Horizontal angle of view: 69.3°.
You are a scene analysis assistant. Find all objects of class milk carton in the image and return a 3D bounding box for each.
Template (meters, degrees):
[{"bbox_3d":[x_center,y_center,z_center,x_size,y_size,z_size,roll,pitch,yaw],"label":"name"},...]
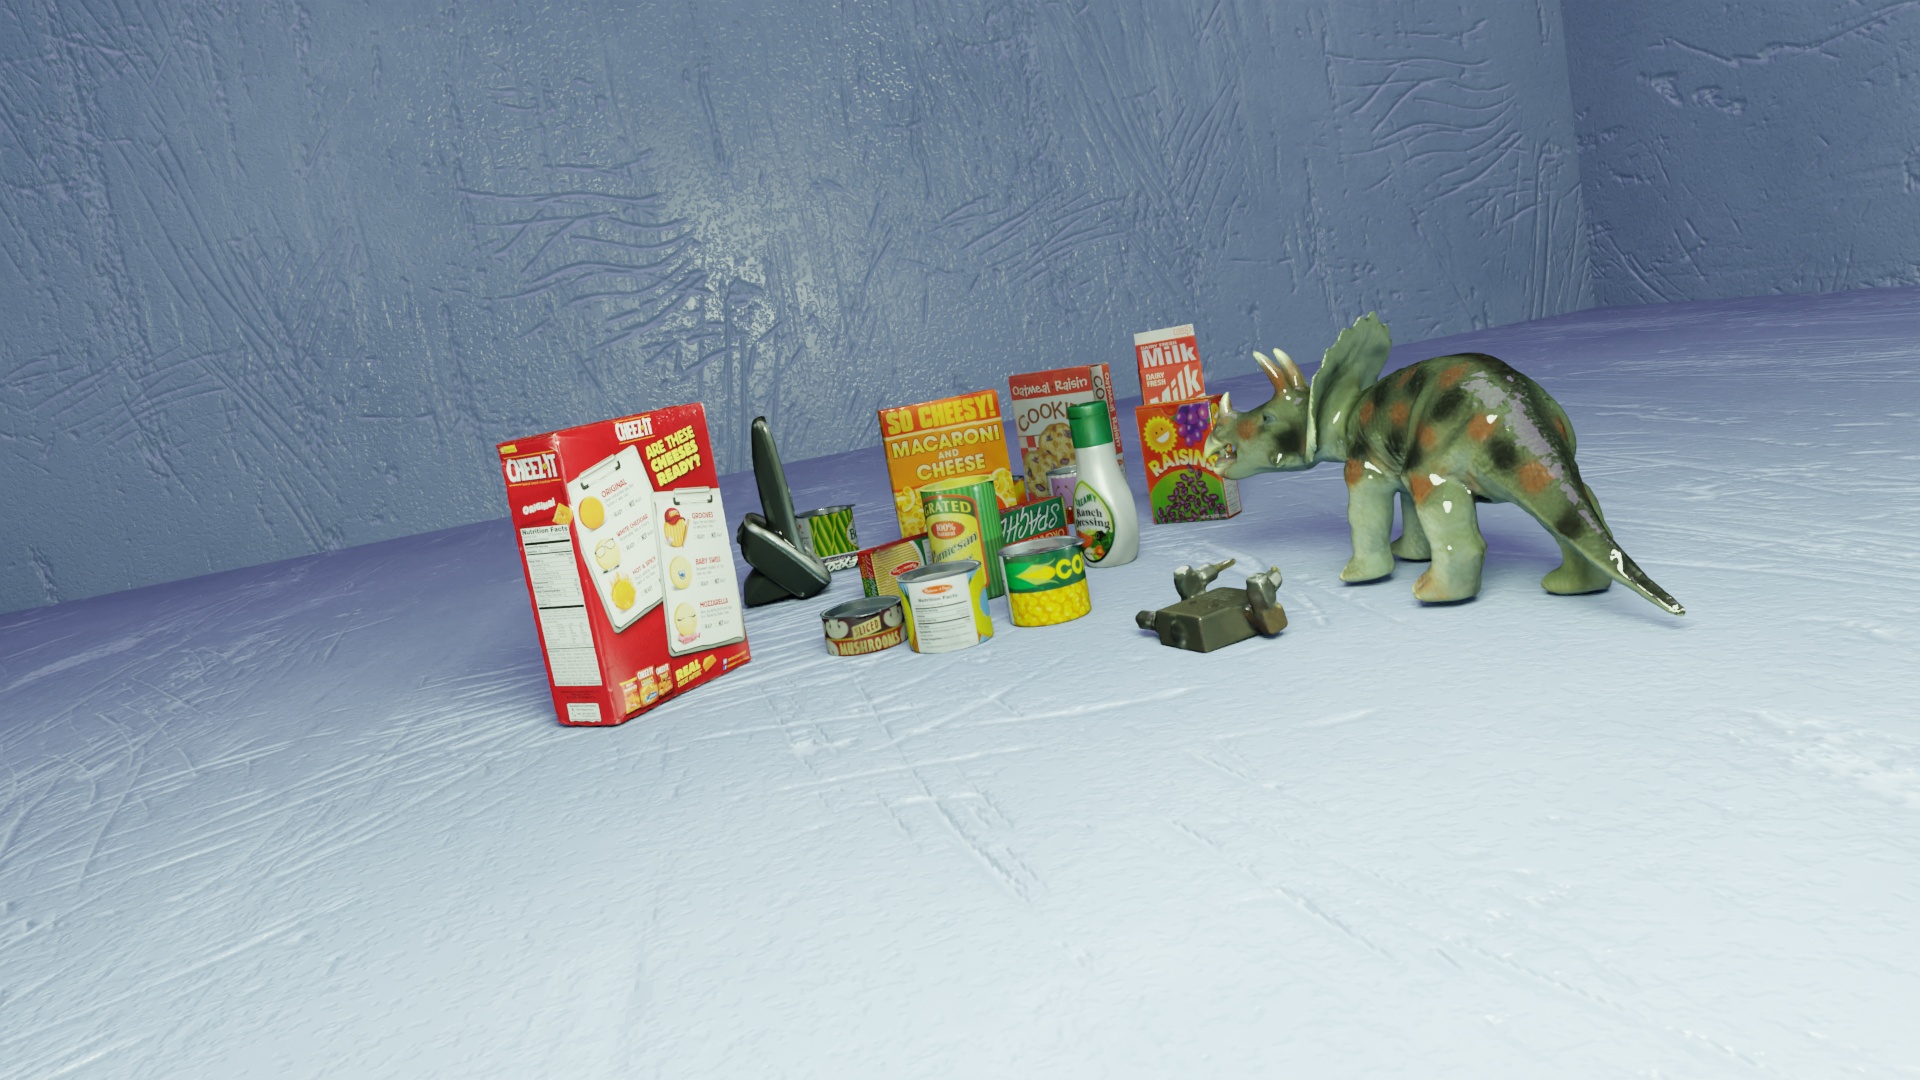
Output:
[{"bbox_3d":[0.251,-0.153,1.625,0.072,0.190,0.073,-9,8,6],"label":"milk carton"}]

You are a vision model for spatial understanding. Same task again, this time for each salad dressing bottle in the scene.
[{"bbox_3d":[0.125,-0.051,1.254,0.044,0.147,0.064,-16,10,-35],"label":"salad dressing bottle"}]

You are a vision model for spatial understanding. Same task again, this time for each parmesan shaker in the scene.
[{"bbox_3d":[0.007,-0.001,1.217,0.071,0.103,0.071,-10,8,2],"label":"parmesan shaker"}]

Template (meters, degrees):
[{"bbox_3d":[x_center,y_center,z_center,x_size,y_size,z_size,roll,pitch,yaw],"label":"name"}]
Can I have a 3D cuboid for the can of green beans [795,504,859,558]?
[{"bbox_3d":[-0.151,-0.006,1.583,0.071,0.057,0.071,-10,8,2],"label":"can of green beans"}]

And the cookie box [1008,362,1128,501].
[{"bbox_3d":[0.126,-0.118,1.621,0.123,0.167,0.040,-3,11,42],"label":"cookie box"}]

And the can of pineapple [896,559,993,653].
[{"bbox_3d":[-0.011,0.050,1.060,0.071,0.057,0.071,-10,8,2],"label":"can of pineapple"}]

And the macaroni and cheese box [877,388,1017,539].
[{"bbox_3d":[-0.011,-0.064,1.431,0.124,0.166,0.040,-11,8,-7],"label":"macaroni and cheese box"}]

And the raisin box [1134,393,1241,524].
[{"bbox_3d":[0.231,-0.082,1.410,0.086,0.123,0.040,-4,10,37],"label":"raisin box"}]

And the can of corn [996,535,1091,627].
[{"bbox_3d":[0.068,0.031,1.084,0.071,0.058,0.071,-10,8,2],"label":"can of corn"}]

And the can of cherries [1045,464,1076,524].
[{"bbox_3d":[0.135,-0.053,1.554,0.071,0.058,0.071,-10,8,2],"label":"can of cherries"}]

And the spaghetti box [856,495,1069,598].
[{"bbox_3d":[0.009,0.006,1.347,0.251,0.050,0.028,-17,11,-39],"label":"spaghetti box"}]

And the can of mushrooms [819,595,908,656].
[{"bbox_3d":[-0.076,0.067,1.100,0.071,0.033,0.071,-10,9,2],"label":"can of mushrooms"}]

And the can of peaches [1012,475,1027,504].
[{"bbox_3d":[0.045,-0.040,1.572,0.071,0.058,0.071,-10,8,2],"label":"can of peaches"}]
